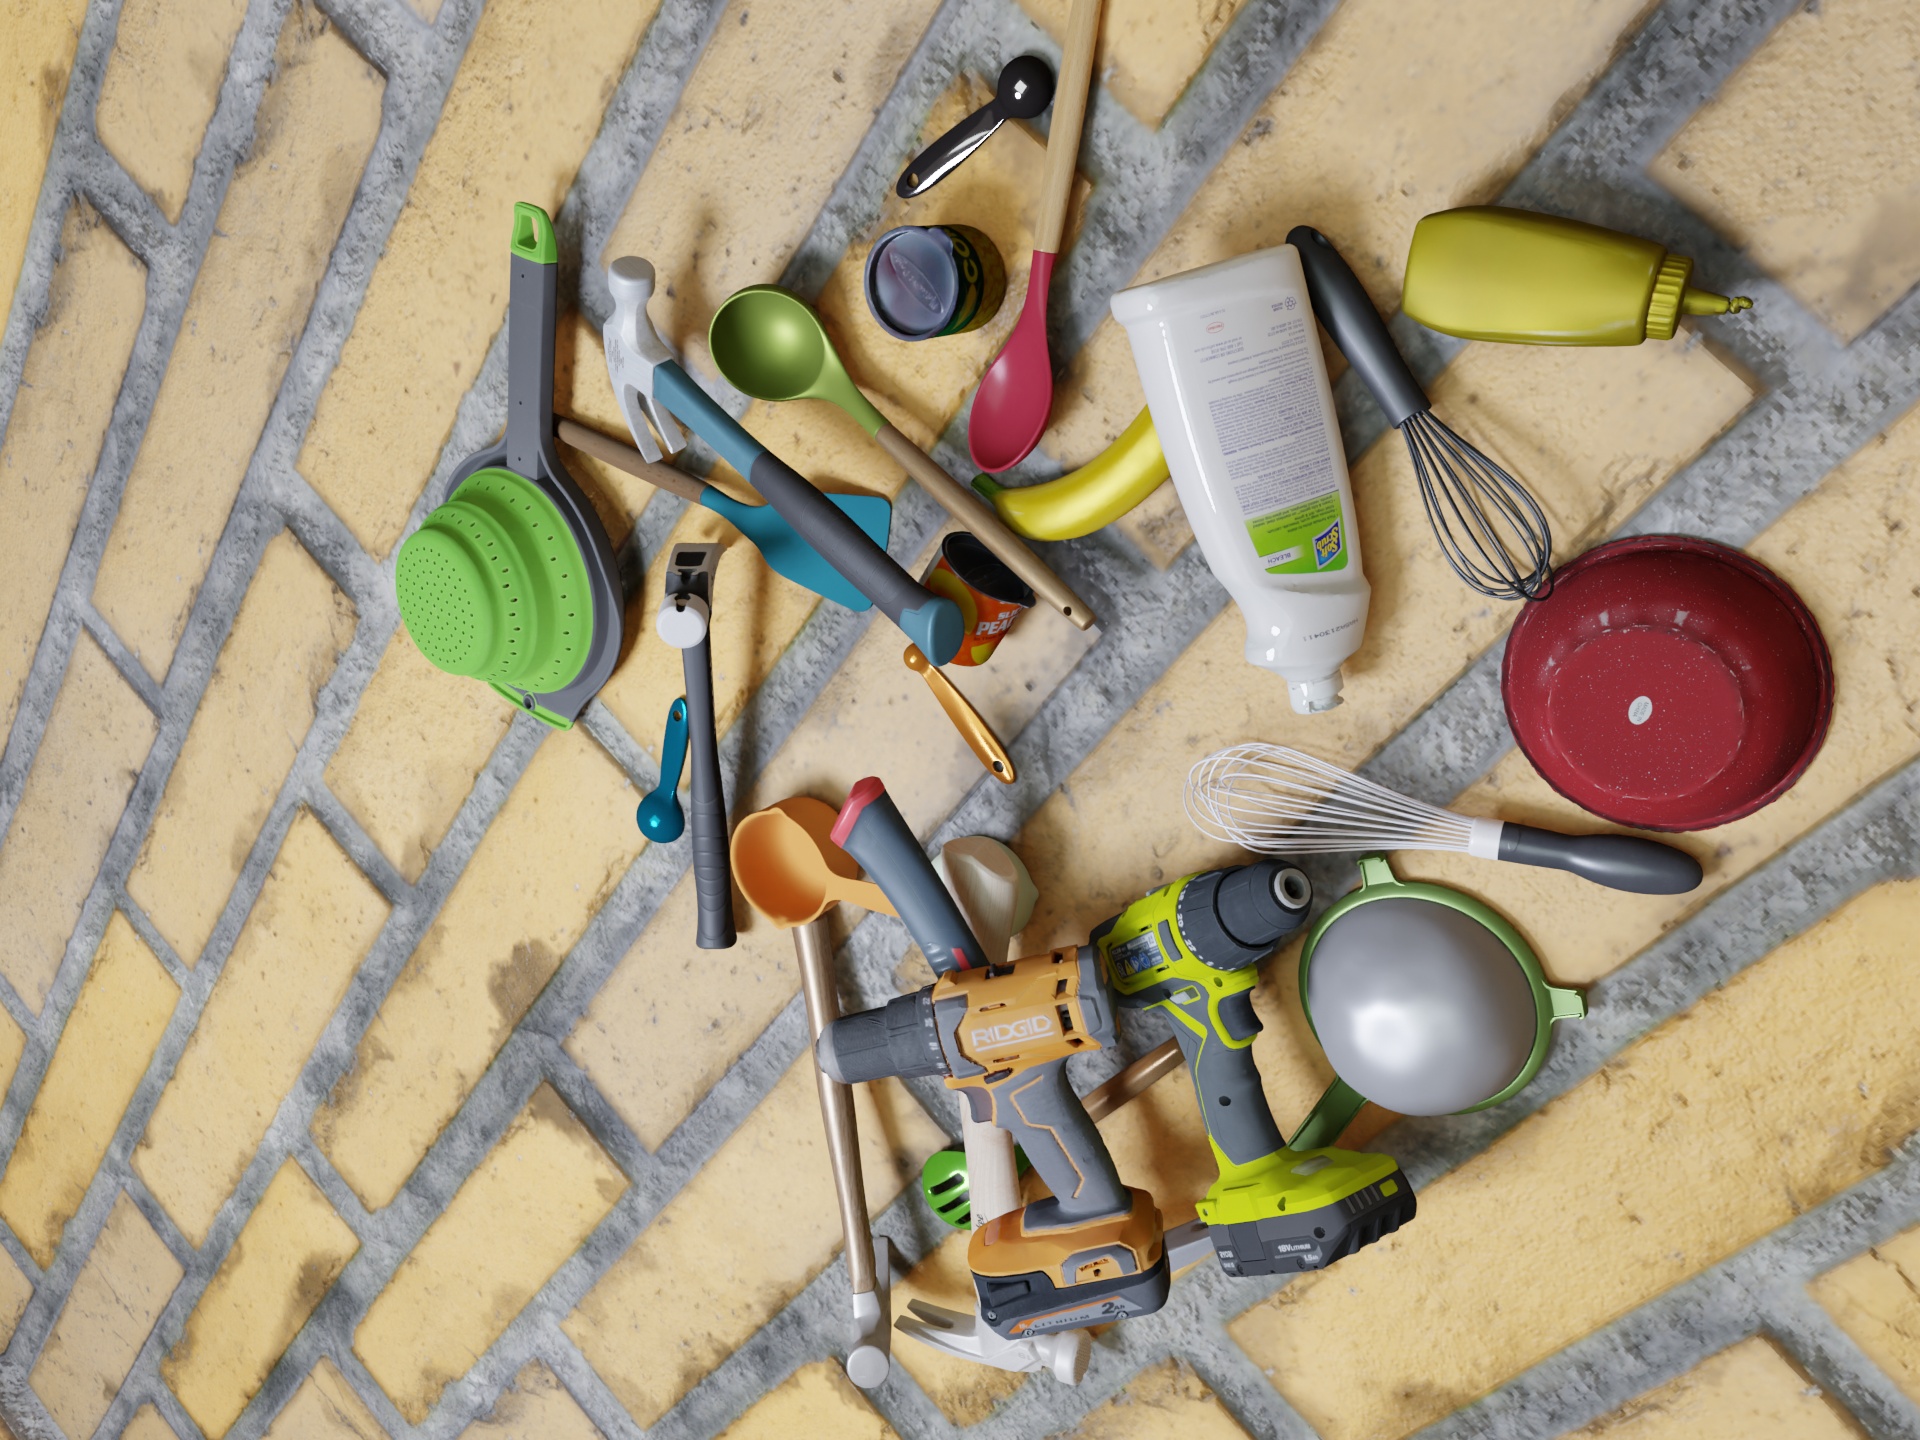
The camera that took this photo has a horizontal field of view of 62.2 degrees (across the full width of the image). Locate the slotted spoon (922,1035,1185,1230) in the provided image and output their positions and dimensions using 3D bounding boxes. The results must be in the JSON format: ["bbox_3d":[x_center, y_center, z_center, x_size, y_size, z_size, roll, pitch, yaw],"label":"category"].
[{"bbox_3d":[0.072,0.282,1.108,0.070,0.031,0.313,48,123,3],"label":"slotted spoon"}]

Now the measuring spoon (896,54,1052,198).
[{"bbox_3d":[0.003,-0.346,0.939,0.124,0.018,0.034,-29,90,36],"label":"measuring spoon"}]

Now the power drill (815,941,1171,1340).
[{"bbox_3d":[0.024,0.259,0.977,0.185,0.084,0.226,-14,101,8],"label":"power drill"}]

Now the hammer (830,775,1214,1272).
[{"bbox_3d":[0.042,0.198,1.017,0.143,0.038,0.386,-27,103,11],"label":"hammer"}]

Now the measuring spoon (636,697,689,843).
[{"bbox_3d":[-0.227,0.041,1.214,0.042,0.021,0.128,27,120,22],"label":"measuring spoon"}]

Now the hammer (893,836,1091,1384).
[{"bbox_3d":[0.009,0.272,1.098,0.146,0.038,0.410,5,111,25],"label":"hammer"}]

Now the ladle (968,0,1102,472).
[{"bbox_3d":[0.052,-0.298,0.917,0.069,0.031,0.315,33,121,46],"label":"ladle"}]

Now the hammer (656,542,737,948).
[{"bbox_3d":[-0.183,0.029,1.142,0.035,0.146,0.334,0,123,-3],"label":"hammer"}]

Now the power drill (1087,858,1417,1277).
[{"bbox_3d":[0.173,0.197,0.931,0.190,0.080,0.229,-40,68,58],"label":"power drill"}]

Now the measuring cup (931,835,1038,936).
[{"bbox_3d":[0.013,0.164,1.095,0.083,0.038,0.167,3,106,31],"label":"measuring cup"}]

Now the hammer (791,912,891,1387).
[{"bbox_3d":[-0.087,0.306,1.179,0.031,0.130,0.331,-8,92,0],"label":"hammer"}]

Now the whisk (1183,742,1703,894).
[{"bbox_3d":[0.263,0.061,0.895,0.285,0.070,0.070,10,112,24],"label":"whisk"}]

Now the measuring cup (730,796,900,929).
[{"bbox_3d":[-0.080,0.107,1.127,0.174,0.052,0.095,12,113,27],"label":"measuring cup"}]

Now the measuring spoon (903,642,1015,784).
[{"bbox_3d":[-0.002,-0.003,1.064,0.021,0.011,0.117,-42,83,35],"label":"measuring spoon"}]

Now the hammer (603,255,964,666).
[{"bbox_3d":[-0.117,-0.152,1.006,0.331,0.033,0.128,43,146,21],"label":"hammer"}]

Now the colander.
[{"bbox_3d":[-0.341,-0.168,1.150,0.205,0.094,0.396,26,122,29],"label":"colander"}]

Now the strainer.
[{"bbox_3d":[0.240,0.215,0.952,0.151,0.069,0.256,36,120,17],"label":"strainer"}]

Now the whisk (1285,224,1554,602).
[{"bbox_3d":[0.241,-0.163,0.840,0.055,0.055,0.239,-35,82,35],"label":"whisk"}]

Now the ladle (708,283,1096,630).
[{"bbox_3d":[-0.038,-0.161,0.985,0.320,0.062,0.078,45,129,19],"label":"ladle"}]

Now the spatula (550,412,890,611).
[{"bbox_3d":[-0.189,-0.167,1.121,0.318,0.044,0.082,27,119,27],"label":"spatula"}]
